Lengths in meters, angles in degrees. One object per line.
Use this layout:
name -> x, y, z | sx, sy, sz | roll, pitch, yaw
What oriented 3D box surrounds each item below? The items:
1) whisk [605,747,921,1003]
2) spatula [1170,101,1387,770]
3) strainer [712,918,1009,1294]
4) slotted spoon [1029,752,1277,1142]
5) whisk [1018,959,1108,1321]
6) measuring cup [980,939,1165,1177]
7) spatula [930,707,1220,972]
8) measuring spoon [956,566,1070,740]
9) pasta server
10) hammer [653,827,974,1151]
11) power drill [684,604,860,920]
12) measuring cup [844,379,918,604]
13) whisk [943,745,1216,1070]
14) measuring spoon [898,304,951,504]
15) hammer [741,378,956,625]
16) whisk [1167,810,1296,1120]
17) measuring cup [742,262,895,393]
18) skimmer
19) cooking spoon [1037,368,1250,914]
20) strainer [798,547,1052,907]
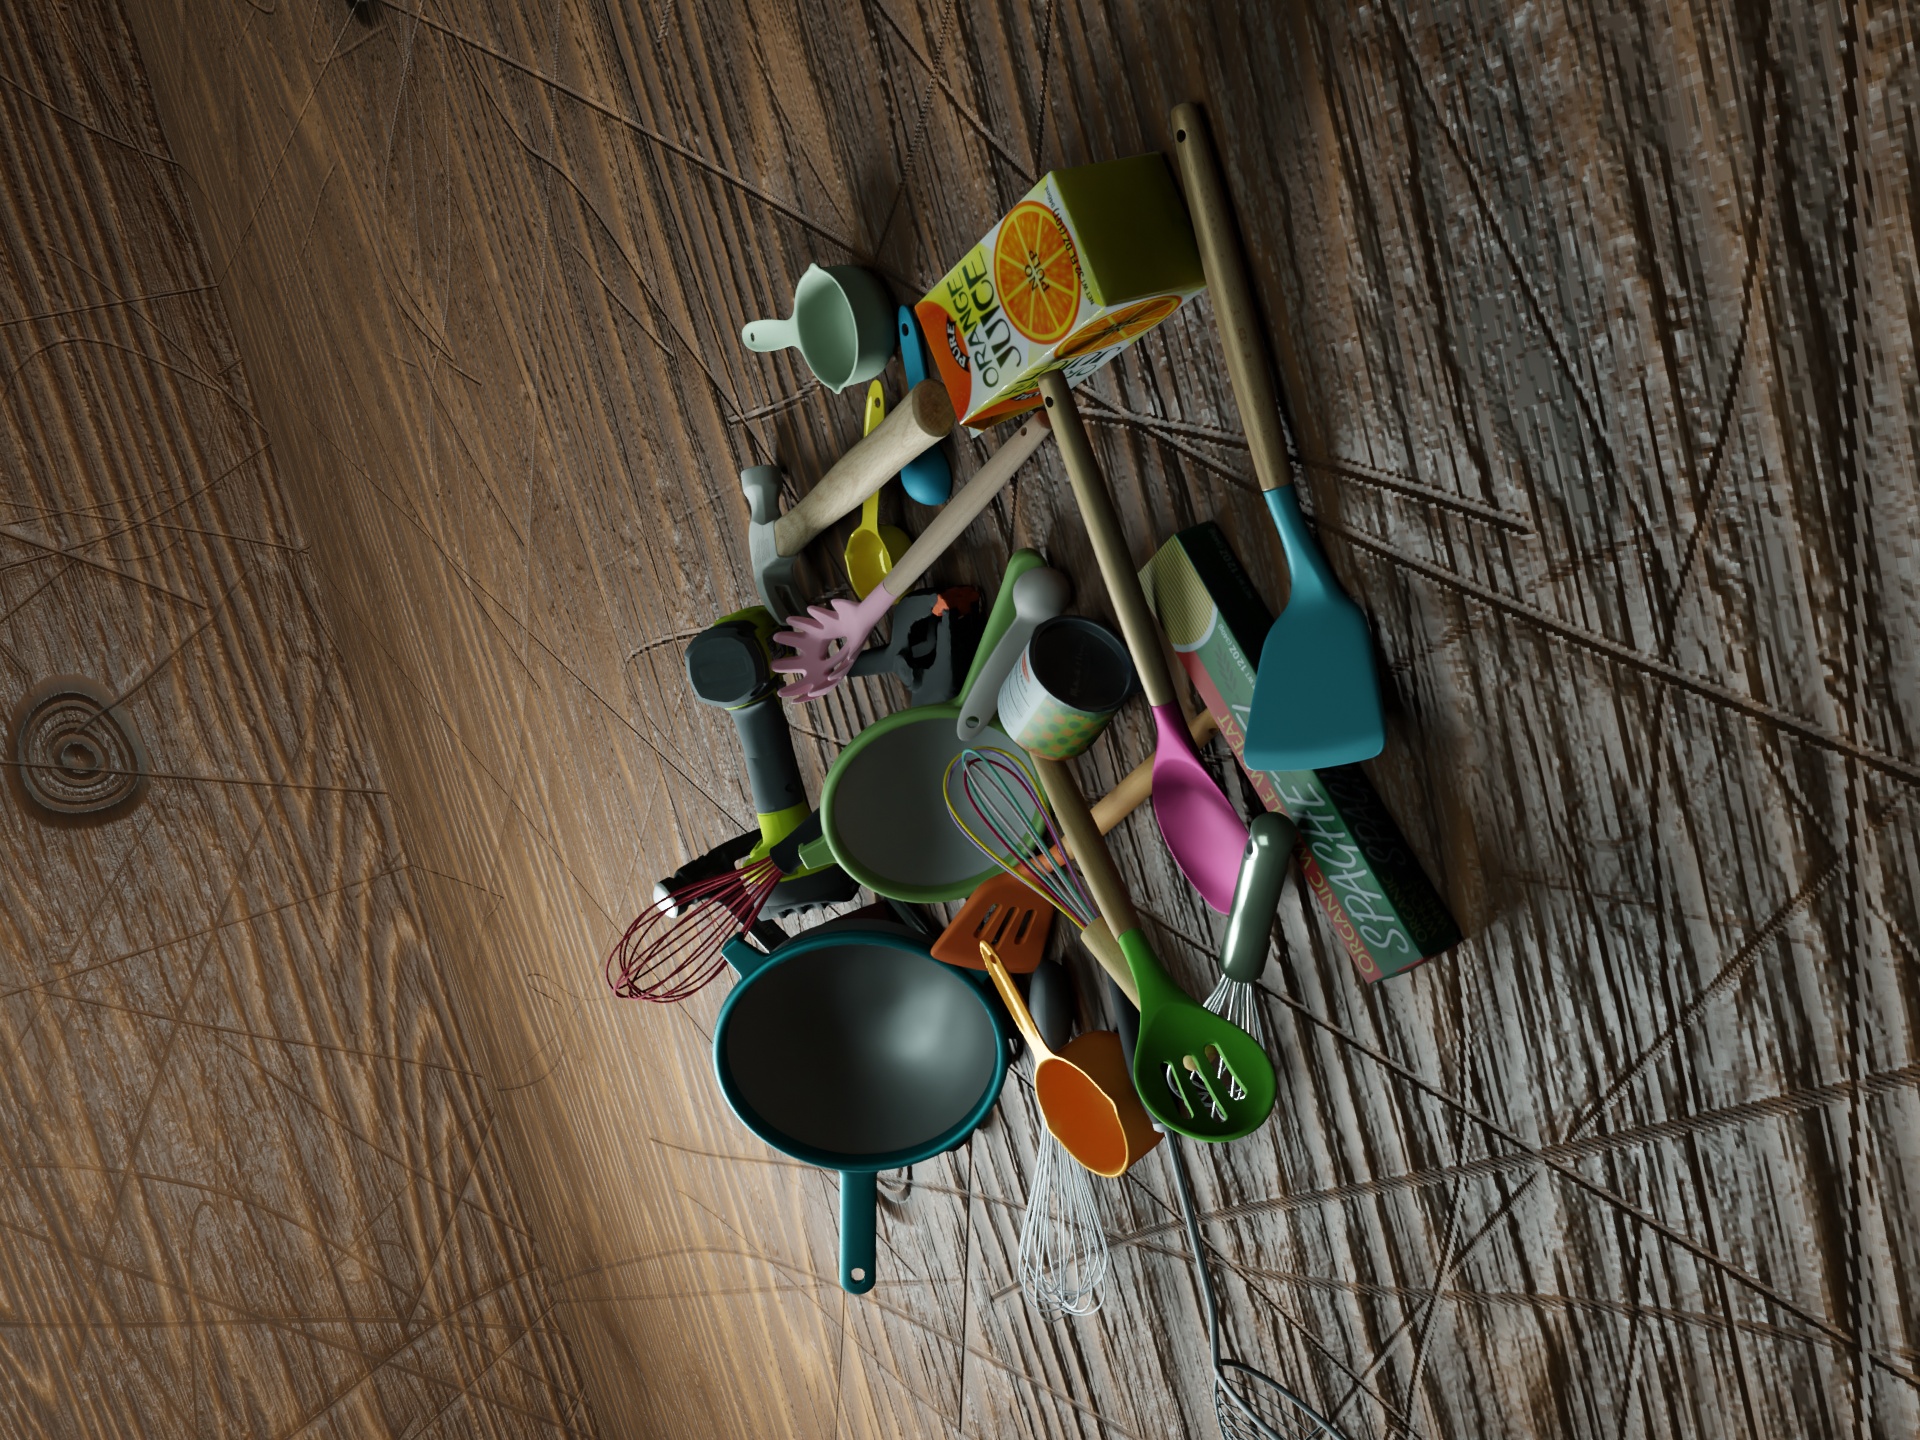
whisk -> -0.141, 0.111, 1.126 | 0.296, 0.073, 0.073 | -39, 69, 16
spatula -> 0.140, -0.135, 0.755 | 0.082, 0.044, 0.317 | -10, 98, 48
strainer -> -0.074, 0.277, 1.195 | 0.095, 0.211, 0.340 | -92, 4, -62
slotted spoon -> 0.087, 0.099, 0.887 | 0.031, 0.070, 0.314 | 85, 165, -51
whisk -> 0.069, 0.298, 1.119 | 0.070, 0.070, 0.284 | 20, 119, 52
measuring cup -> 0.075, 0.211, 1.046 | 0.174, 0.052, 0.095 | 59, 148, 10
spatula -> 0.078, 0.077, 0.976 | 0.322, 0.081, 0.041 | 130, 146, -51
measuring spoon -> 0.029, -0.036, 0.959 | 0.124, 0.034, 0.018 | -62, 13, 22
pasta server -> -0.037, -0.100, 1.017 | 0.316, 0.040, 0.060 | -42, 59, 47
hammer -> -0.106, 0.224, 1.328 | 0.337, 0.127, 0.034 | 43, 140, 22
power drill -> -0.137, 0.024, 1.215 | 0.171, 0.080, 0.223 | -65, -39, -76
measuring cup -> -0.049, -0.152, 1.068 | 0.062, 0.029, 0.156 | 30, 125, 46
whisk -> 0.068, 0.101, 0.923 | 0.245, 0.047, 0.051 | 50, 143, 29
measuring spoon -> -0.032, -0.198, 1.011 | 0.042, 0.021, 0.128 | 20, 125, 52
hammer -> -0.081, -0.149, 1.057 | 0.331, 0.031, 0.130 | 158, 105, -64
whisk -> 0.153, 0.139, 0.870 | 0.058, 0.059, 0.246 | -87, 0, -47
measuring cup -> -0.097, -0.263, 1.064 | 0.168, 0.038, 0.083 | 16, 121, 56
skimmer -> 0.170, 0.298, 0.963 | 0.127, 0.090, 0.363 | 40, -145, -76
cooking spoon -> 0.101, -0.034, 0.848 | 0.069, 0.017, 0.318 | 1, 117, 53
strainer -> -0.002, -0.003, 1.024 | 0.069, 0.151, 0.256 | -108, 35, -60
